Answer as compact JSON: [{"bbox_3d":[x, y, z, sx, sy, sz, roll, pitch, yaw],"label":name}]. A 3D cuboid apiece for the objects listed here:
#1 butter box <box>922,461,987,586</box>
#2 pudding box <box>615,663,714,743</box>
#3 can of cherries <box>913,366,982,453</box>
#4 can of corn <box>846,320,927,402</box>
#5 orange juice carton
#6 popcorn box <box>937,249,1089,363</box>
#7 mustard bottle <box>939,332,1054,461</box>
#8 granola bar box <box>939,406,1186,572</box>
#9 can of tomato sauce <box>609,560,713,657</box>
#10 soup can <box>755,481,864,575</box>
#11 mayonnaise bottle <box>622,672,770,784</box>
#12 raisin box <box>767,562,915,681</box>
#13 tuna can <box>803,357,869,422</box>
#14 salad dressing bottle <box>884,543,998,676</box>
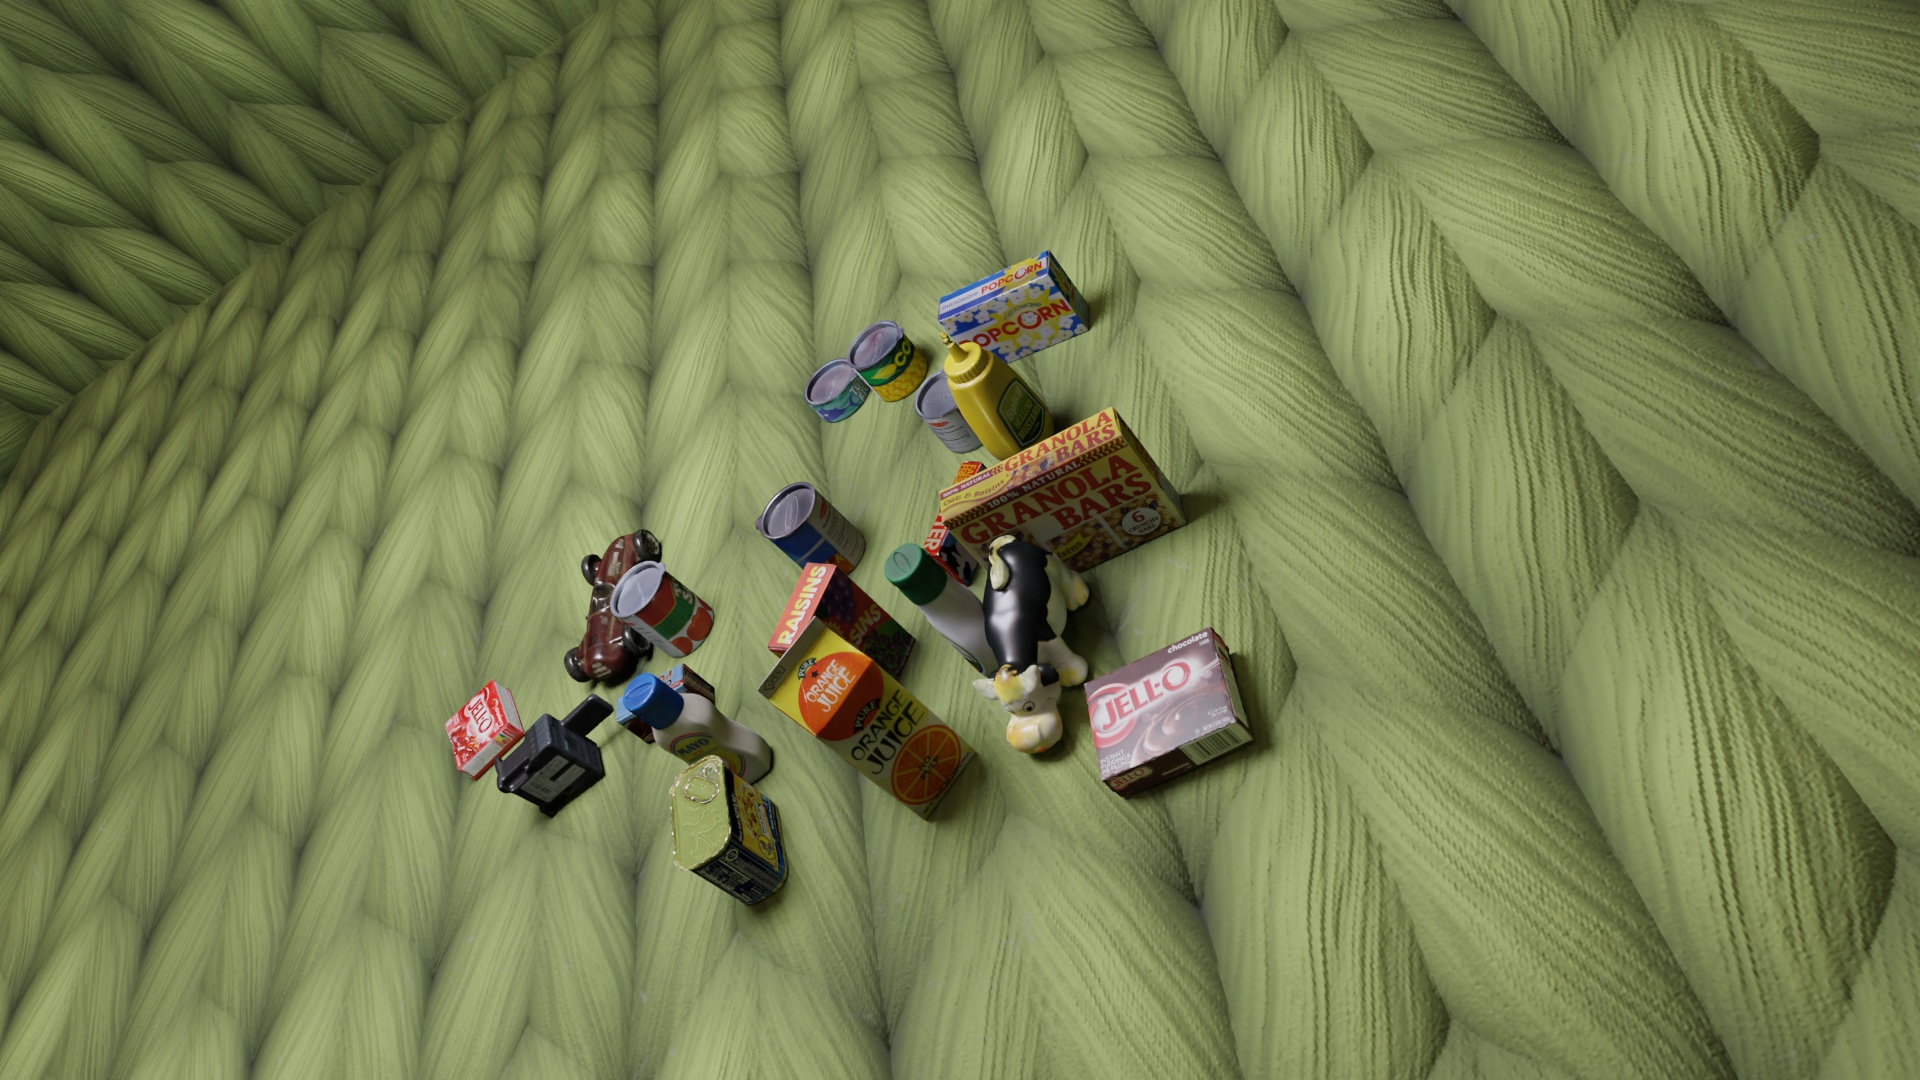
[{"bbox_3d":[0.004,-0.016,1.255,0.024,0.053,0.104,2,57,40],"label":"butter box"},{"bbox_3d":[-0.285,0.158,1.340,0.083,0.049,0.030,-29,42,16],"label":"pudding box"},{"bbox_3d":[-0.001,-0.130,1.354,0.071,0.058,0.072,-22,45,23],"label":"can of cherries"},{"bbox_3d":[-0.074,-0.189,1.465,0.071,0.058,0.071,-22,45,23],"label":"can of corn"},{"bbox_3d":[-0.078,0.135,1.084,0.073,0.192,0.072,25,74,48],"label":"orange juice carton"},{"bbox_3d":[0.052,-0.224,1.372,0.126,0.085,0.038,-20,46,25],"label":"popcorn box"},{"bbox_3d":[0.026,-0.132,1.256,0.049,0.160,0.065,8,62,43],"label":"mustard bottle"},{"bbox_3d":[0.084,-0.028,1.147,0.165,0.124,0.039,-26,43,20],"label":"granola bar box"},{"bbox_3d":[-0.299,0.069,1.402,0.071,0.083,0.071,-22,45,23],"label":"can of tomato sauce"},{"bbox_3d":[-0.145,-0.006,1.342,0.071,0.083,0.072,-22,45,23],"label":"soup can"},{"bbox_3d":[-0.232,0.167,1.214,0.064,0.147,0.041,-28,43,18],"label":"mayonnaise bottle"},{"bbox_3d":[-0.101,0.087,1.196,0.040,0.123,0.086,1,57,40],"label":"raisin box"},{"bbox_3d":[-0.132,-0.164,1.508,0.071,0.032,0.071,-22,45,23],"label":"tuna can"},{"bbox_3d":[-0.007,0.056,1.129,0.044,0.147,0.064,-43,40,1],"label":"salad dressing bottle"}]
